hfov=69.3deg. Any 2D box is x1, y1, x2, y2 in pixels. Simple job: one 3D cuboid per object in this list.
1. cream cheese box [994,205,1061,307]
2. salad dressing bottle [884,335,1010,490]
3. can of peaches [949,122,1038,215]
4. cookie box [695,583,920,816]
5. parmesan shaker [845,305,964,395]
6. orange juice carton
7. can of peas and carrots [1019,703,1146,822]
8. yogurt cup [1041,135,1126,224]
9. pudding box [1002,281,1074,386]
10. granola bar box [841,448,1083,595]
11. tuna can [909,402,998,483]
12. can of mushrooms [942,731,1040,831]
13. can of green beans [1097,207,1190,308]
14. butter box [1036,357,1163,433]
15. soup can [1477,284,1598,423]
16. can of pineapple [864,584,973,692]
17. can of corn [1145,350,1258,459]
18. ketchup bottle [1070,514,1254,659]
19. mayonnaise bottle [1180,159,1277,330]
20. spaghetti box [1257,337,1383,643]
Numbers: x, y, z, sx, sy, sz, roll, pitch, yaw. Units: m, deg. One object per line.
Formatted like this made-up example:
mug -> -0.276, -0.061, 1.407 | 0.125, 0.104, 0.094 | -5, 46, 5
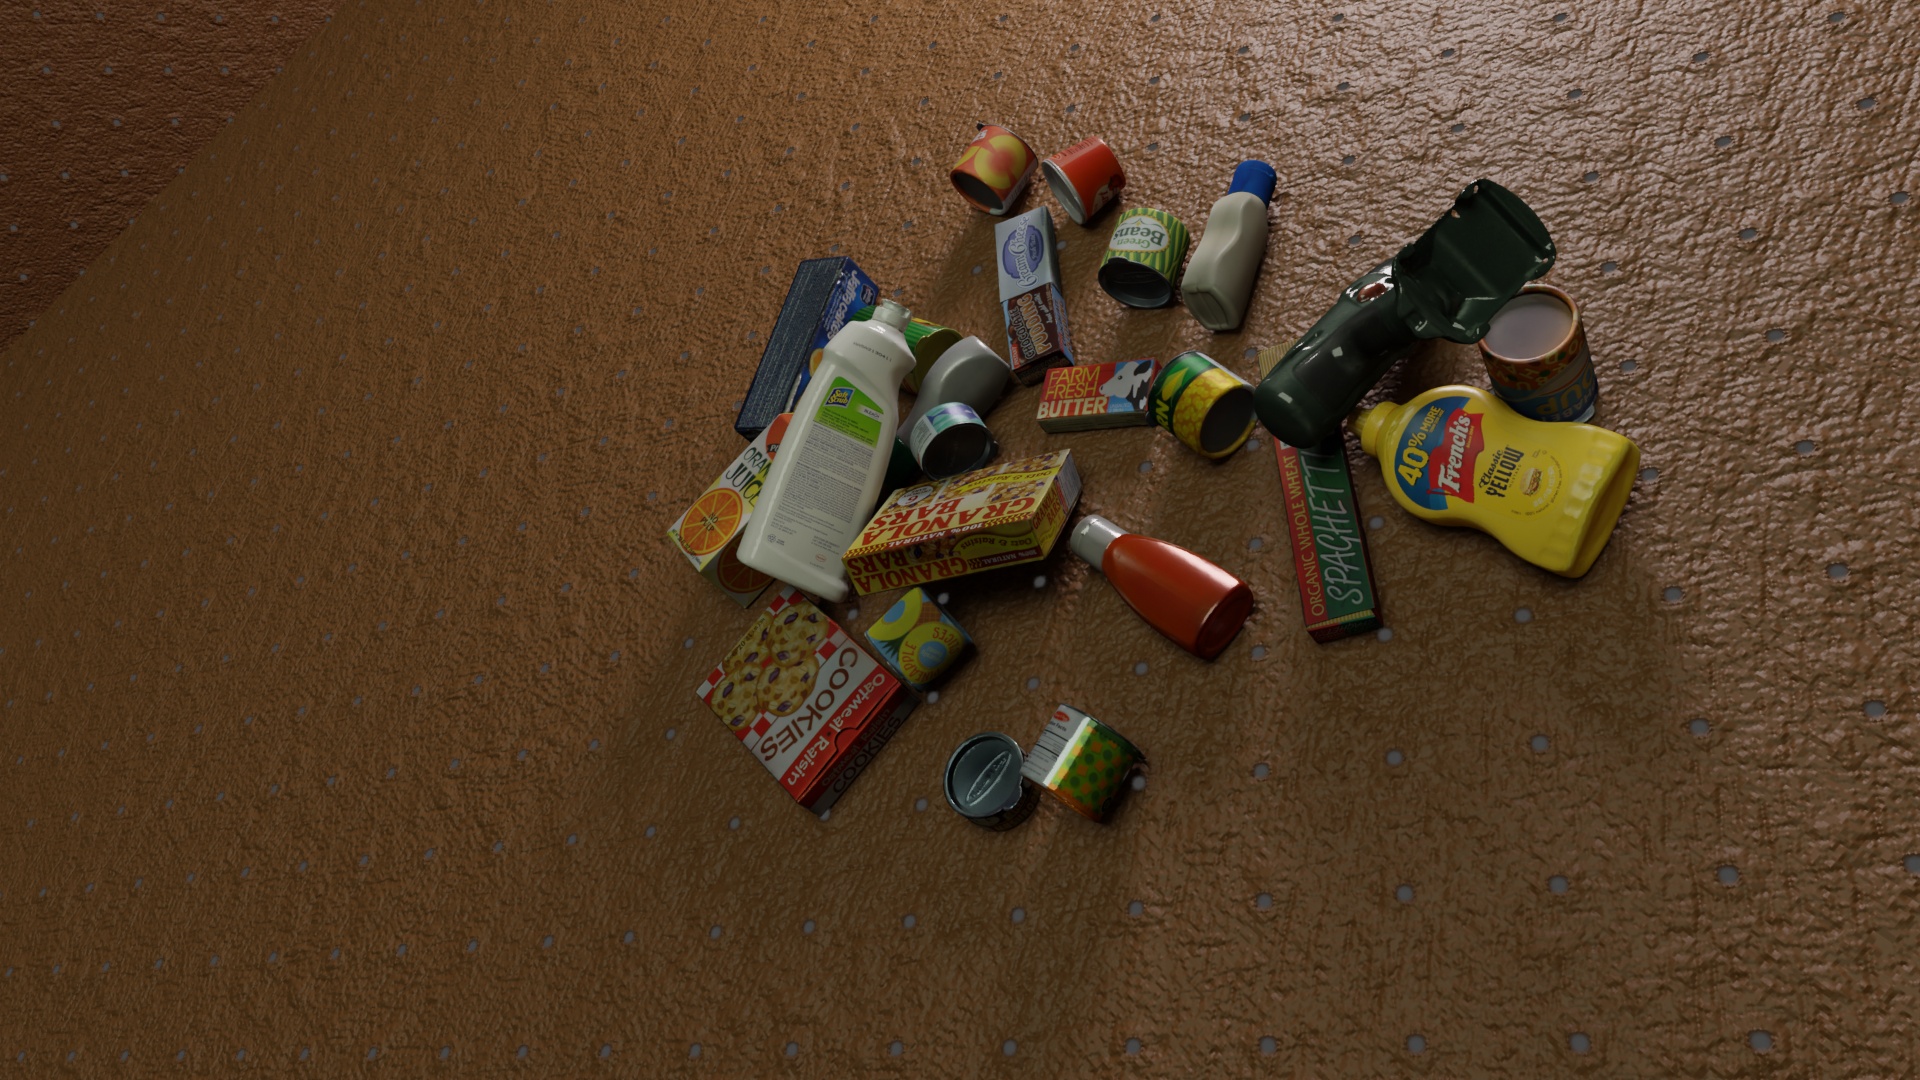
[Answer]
cream cheese box -> 0.062, -0.258, 1.276 | 0.053, 0.024, 0.104 | -18, 53, 22
salad dressing bottle -> -0.020, -0.109, 1.211 | 0.147, 0.064, 0.044 | -49, 40, 6
can of peaches -> 0.030, -0.355, 1.329 | 0.071, 0.071, 0.058 | 25, 78, 40
cookie box -> -0.128, 0.127, 1.137 | 0.123, 0.040, 0.168 | -49, 48, -4
parmesan shaker -> -0.053, -0.174, 1.263 | 0.103, 0.071, 0.071 | 25, 77, 40
orange juice carton -> -0.163, -0.041, 1.247 | 0.193, 0.073, 0.072 | -46, 48, -2
can of peas and carrots -> 0.085, 0.156, 0.968 | 0.071, 0.071, 0.059 | 25, 77, 40
yogurt cup -> 0.114, -0.331, 1.265 | 0.054, 0.072, 0.072 | -35, 48, -1
pudding box -> 0.068, -0.181, 1.219 | 0.049, 0.030, 0.084 | -21, 52, 21
granola bar box -> 0.004, -0.014, 1.108 | 0.165, 0.039, 0.125 | -12, 23, 26
tuna can -> -0.006, -0.083, 1.180 | 0.071, 0.071, 0.033 | -38, 47, 7
can of mushrooms -> 0.025, 0.177, 1.013 | 0.071, 0.033, 0.071 | -16, 53, 23
can of green beans -> 0.156, -0.239, 1.176 | 0.071, 0.071, 0.058 | 5, 64, 35
butter box -> 0.115, -0.120, 1.153 | 0.103, 0.024, 0.053 | -2, 61, 32
soup can -> 0.392, -0.122, 0.938 | 0.071, 0.083, 0.071 | -16, 54, 23
can of pineapple -> -0.032, 0.077, 1.090 | 0.058, 0.071, 0.071 | -44, 48, 1
can of corn -> 0.186, -0.102, 1.069 | 0.071, 0.071, 0.058 | -46, 48, -1
ketchup bottle -> 0.143, 0.027, 1.028 | 0.065, 0.043, 0.149 | -50, 48, -6
mayonnaise bottle -> 0.225, -0.247, 1.143 | 0.041, 0.064, 0.149 | 2, 58, 38
spaghetti box -> 0.259, -0.042, 1.009 | 0.050, 0.028, 0.251 | -17, 53, 23
